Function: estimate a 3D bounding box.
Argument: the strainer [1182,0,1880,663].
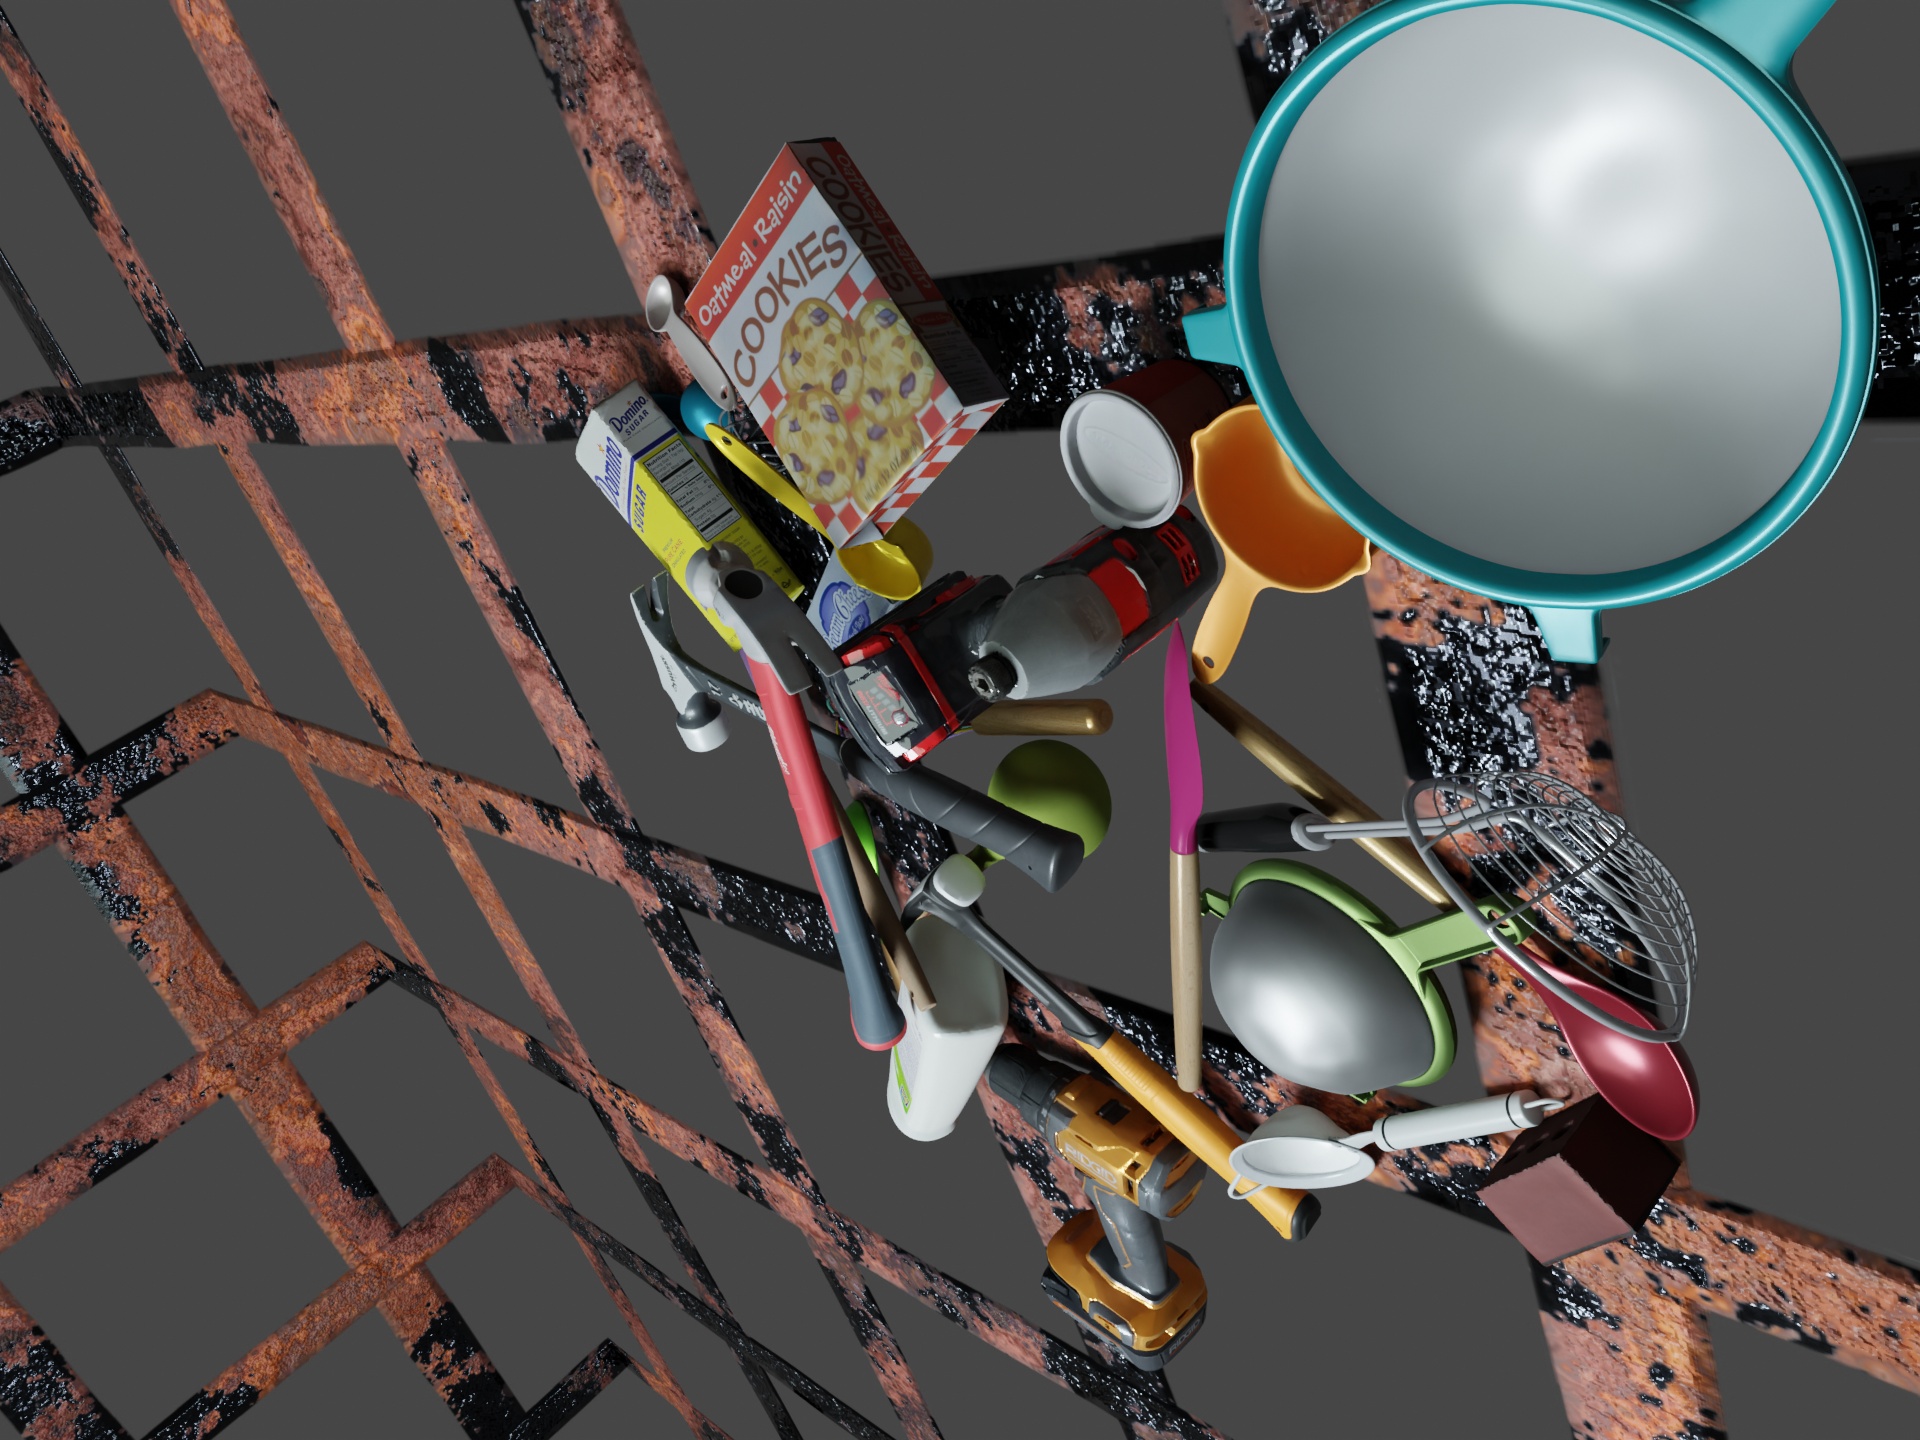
[{"bbox_3d":[0.218,-0.181,0.475,0.211,0.095,0.340,43,145,10],"label":"strainer"}]

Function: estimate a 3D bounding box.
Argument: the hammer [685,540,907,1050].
[{"bbox_3d":[-0.077,0.080,0.971,0.143,0.038,0.385,45,155,46],"label":"hammer"}]

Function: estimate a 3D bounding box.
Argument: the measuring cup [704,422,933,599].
[{"bbox_3d":[-0.081,-0.130,0.931,0.156,0.029,0.062,38,151,-11],"label":"measuring cup"}]

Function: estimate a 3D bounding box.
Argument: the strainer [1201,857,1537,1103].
[{"bbox_3d":[0.198,0.137,0.806,0.151,0.069,0.256,51,158,5],"label":"strainer"}]

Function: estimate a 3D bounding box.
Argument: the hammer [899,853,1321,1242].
[{"bbox_3d":[0.098,0.220,1.046,0.337,0.034,0.127,42,157,3],"label":"hammer"}]

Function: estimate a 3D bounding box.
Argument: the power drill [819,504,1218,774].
[{"bbox_3d":[0.021,-0.040,0.824,0.078,0.143,0.220,58,150,-8],"label":"power drill"}]

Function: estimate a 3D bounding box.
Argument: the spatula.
[{"bbox_3d":[-0.091,0.058,1.105,0.316,0.018,0.059,62,151,17],"label":"spatula"}]

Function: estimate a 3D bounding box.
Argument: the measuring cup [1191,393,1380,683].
[{"bbox_3d":[0.143,-0.081,0.711,0.095,0.052,0.173,41,149,18],"label":"measuring cup"}]

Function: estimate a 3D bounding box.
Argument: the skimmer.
[{"bbox_3d":[0.178,0.075,0.711,0.127,0.090,0.363,28,168,-14],"label":"skimmer"}]

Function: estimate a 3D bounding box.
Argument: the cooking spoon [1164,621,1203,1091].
[{"bbox_3d":[0.121,0.088,0.862,0.017,0.069,0.318,-6,124,2],"label":"cooking spoon"}]

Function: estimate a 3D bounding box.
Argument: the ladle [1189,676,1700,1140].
[{"bbox_3d":[0.231,0.081,0.783,0.316,0.031,0.069,42,152,19],"label":"ladle"}]

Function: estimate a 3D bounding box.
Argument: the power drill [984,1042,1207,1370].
[{"bbox_3d":[0.098,0.350,1.177,0.185,0.084,0.226,25,136,40],"label":"power drill"}]

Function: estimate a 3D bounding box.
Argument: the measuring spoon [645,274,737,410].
[{"bbox_3d":[-0.157,-0.224,0.955,0.124,0.018,0.034,55,131,31],"label":"measuring spoon"}]

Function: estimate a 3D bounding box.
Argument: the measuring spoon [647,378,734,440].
[{"bbox_3d":[-0.196,-0.203,1.051,0.129,0.021,0.042,12,131,45],"label":"measuring spoon"}]

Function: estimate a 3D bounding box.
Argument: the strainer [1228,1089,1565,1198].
[{"bbox_3d":[0.242,0.236,0.912,0.086,0.050,0.258,23,149,-23],"label":"strainer"}]

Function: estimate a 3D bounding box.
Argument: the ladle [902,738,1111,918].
[{"bbox_3d":[0.016,0.091,1.067,0.078,0.062,0.320,51,155,4],"label":"ladle"}]

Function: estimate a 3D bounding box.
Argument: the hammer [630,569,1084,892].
[{"bbox_3d":[-0.077,0.014,1.002,0.409,0.036,0.149,24,144,42],"label":"hammer"}]

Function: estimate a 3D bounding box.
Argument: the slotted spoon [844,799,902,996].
[{"bbox_3d":[-0.048,0.190,1.245,0.070,0.031,0.313,-125,15,-53],"label":"slotted spoon"}]

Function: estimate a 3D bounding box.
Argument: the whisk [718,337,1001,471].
[{"bbox_3d":[-0.061,-0.179,0.886,0.239,0.055,0.055,-4,118,48],"label":"whisk"}]

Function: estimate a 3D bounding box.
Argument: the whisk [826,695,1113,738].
[{"bbox_3d":[-0.001,-0.005,0.986,0.245,0.047,0.051,-1,133,47],"label":"whisk"}]
